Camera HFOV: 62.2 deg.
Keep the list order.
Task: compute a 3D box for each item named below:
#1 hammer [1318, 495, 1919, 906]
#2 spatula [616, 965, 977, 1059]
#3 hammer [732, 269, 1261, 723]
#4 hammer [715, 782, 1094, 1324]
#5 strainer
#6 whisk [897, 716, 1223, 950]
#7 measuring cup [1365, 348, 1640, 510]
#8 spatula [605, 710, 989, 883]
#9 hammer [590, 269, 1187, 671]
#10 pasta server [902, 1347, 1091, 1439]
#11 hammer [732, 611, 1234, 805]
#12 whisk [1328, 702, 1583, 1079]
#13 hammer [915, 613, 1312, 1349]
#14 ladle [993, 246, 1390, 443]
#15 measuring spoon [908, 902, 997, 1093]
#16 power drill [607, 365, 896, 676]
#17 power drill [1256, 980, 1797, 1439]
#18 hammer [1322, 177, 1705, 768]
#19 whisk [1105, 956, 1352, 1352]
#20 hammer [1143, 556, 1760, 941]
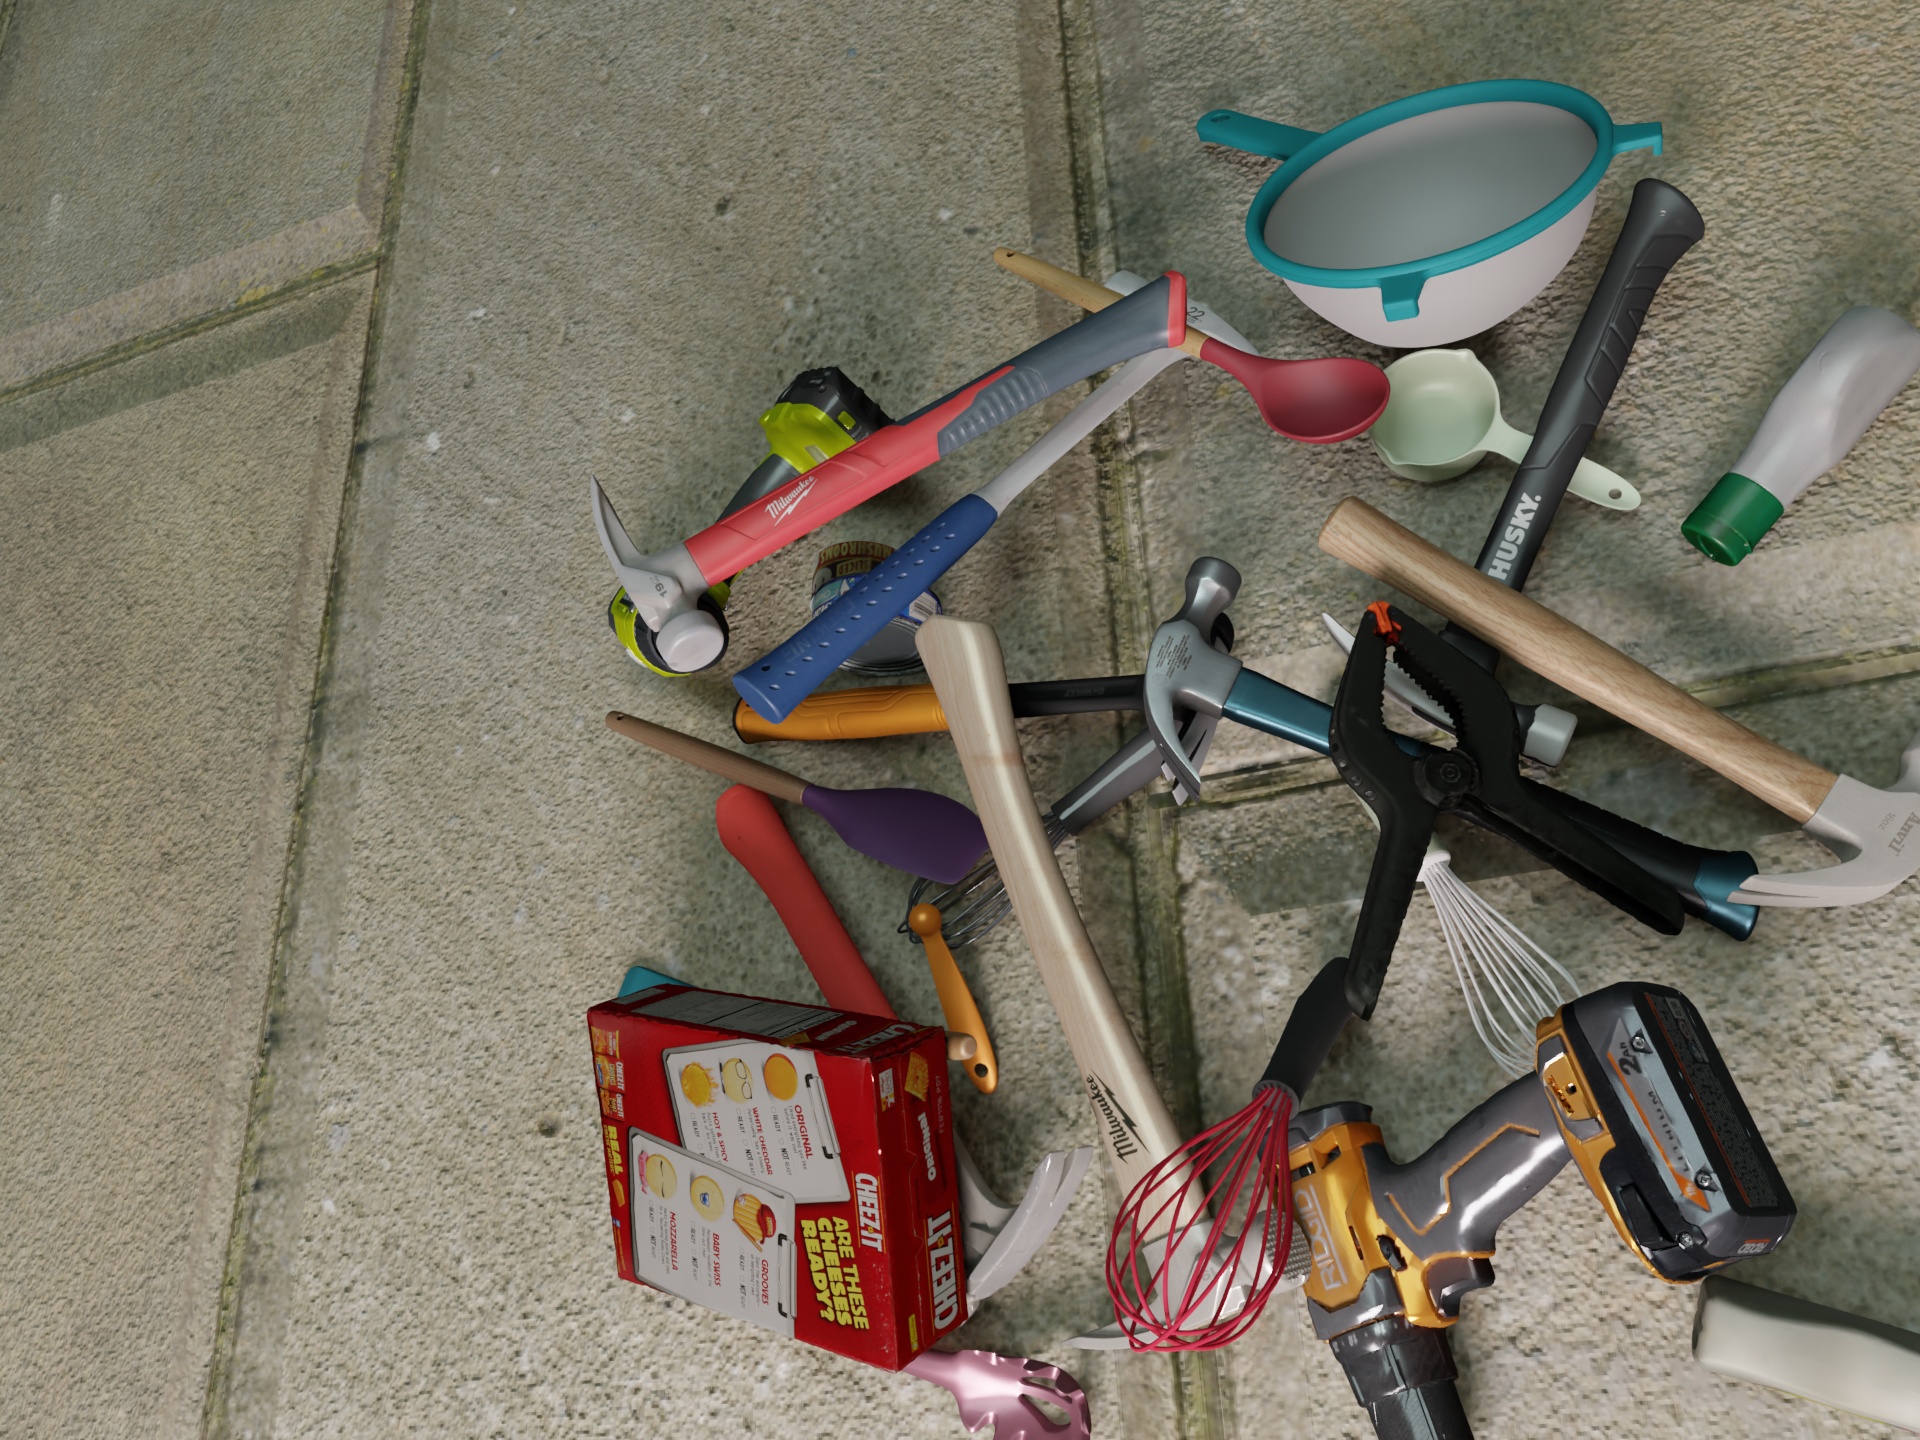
[{"bbox_3d":[0.329,-0.020,0.813,0.331,0.031,0.130,35,69,21],"label":"hammer"},{"bbox_3d":[-0.108,0.185,0.929,0.317,0.044,0.082,-11,58,47],"label":"spatula"},{"bbox_3d":[0.025,-0.138,0.990,0.144,0.035,0.405,35,68,31],"label":"hammer"},{"bbox_3d":[-0.055,0.161,0.930,0.359,0.036,0.149,54,127,36],"label":"hammer"},{"bbox_3d":[0.258,-0.319,1.007,0.211,0.095,0.341,-34,38,-7],"label":"strainer"},{"bbox_3d":[0.060,0.058,0.946,0.239,0.055,0.055,-37,58,1],"label":"whisk"},{"bbox_3d":[0.318,-0.157,0.933,0.168,0.038,0.083,32,86,23],"label":"measuring cup"},{"bbox_3d":[-0.113,0.038,1.007,0.316,0.018,0.060,17,52,33],"label":"spatula"},{"bbox_3d":[-0.036,-0.179,0.969,0.386,0.038,0.143,-30,63,-5],"label":"hammer"},{"bbox_3d":[-0.066,0.344,0.879,0.316,0.040,0.060,7,97,28],"label":"pasta server"},{"bbox_3d":[-0.002,-0.003,0.986,0.337,0.034,0.127,-3,47,29],"label":"hammer"},{"bbox_3d":[0.255,0.083,0.846,0.059,0.057,0.247,-50,48,31],"label":"whisk"},{"bbox_3d":[0.048,0.125,0.868,0.146,0.038,0.411,-38,61,35],"label":"hammer"},{"bbox_3d":[0.135,-0.245,1.007,0.316,0.031,0.069,35,73,33],"label":"ladle"},{"bbox_3d":[-0.004,0.161,0.917,0.021,0.011,0.117,-21,89,16],"label":"measuring spoon"},{"bbox_3d":[-0.138,-0.124,1.056,0.228,0.080,0.191,-50,21,-6],"label":"power drill"},{"bbox_3d":[0.252,0.239,0.724,0.226,0.084,0.186,-38,53,34],"label":"power drill"},{"bbox_3d":[0.326,-0.150,0.888,0.146,0.035,0.335,23,85,20],"label":"hammer"},{"bbox_3d":[0.141,0.189,0.745,0.073,0.296,0.073,12,118,24],"label":"whisk"},{"bbox_3d":[0.249,0.027,0.830,0.331,0.033,0.128,24,72,15],"label":"hammer"}]
